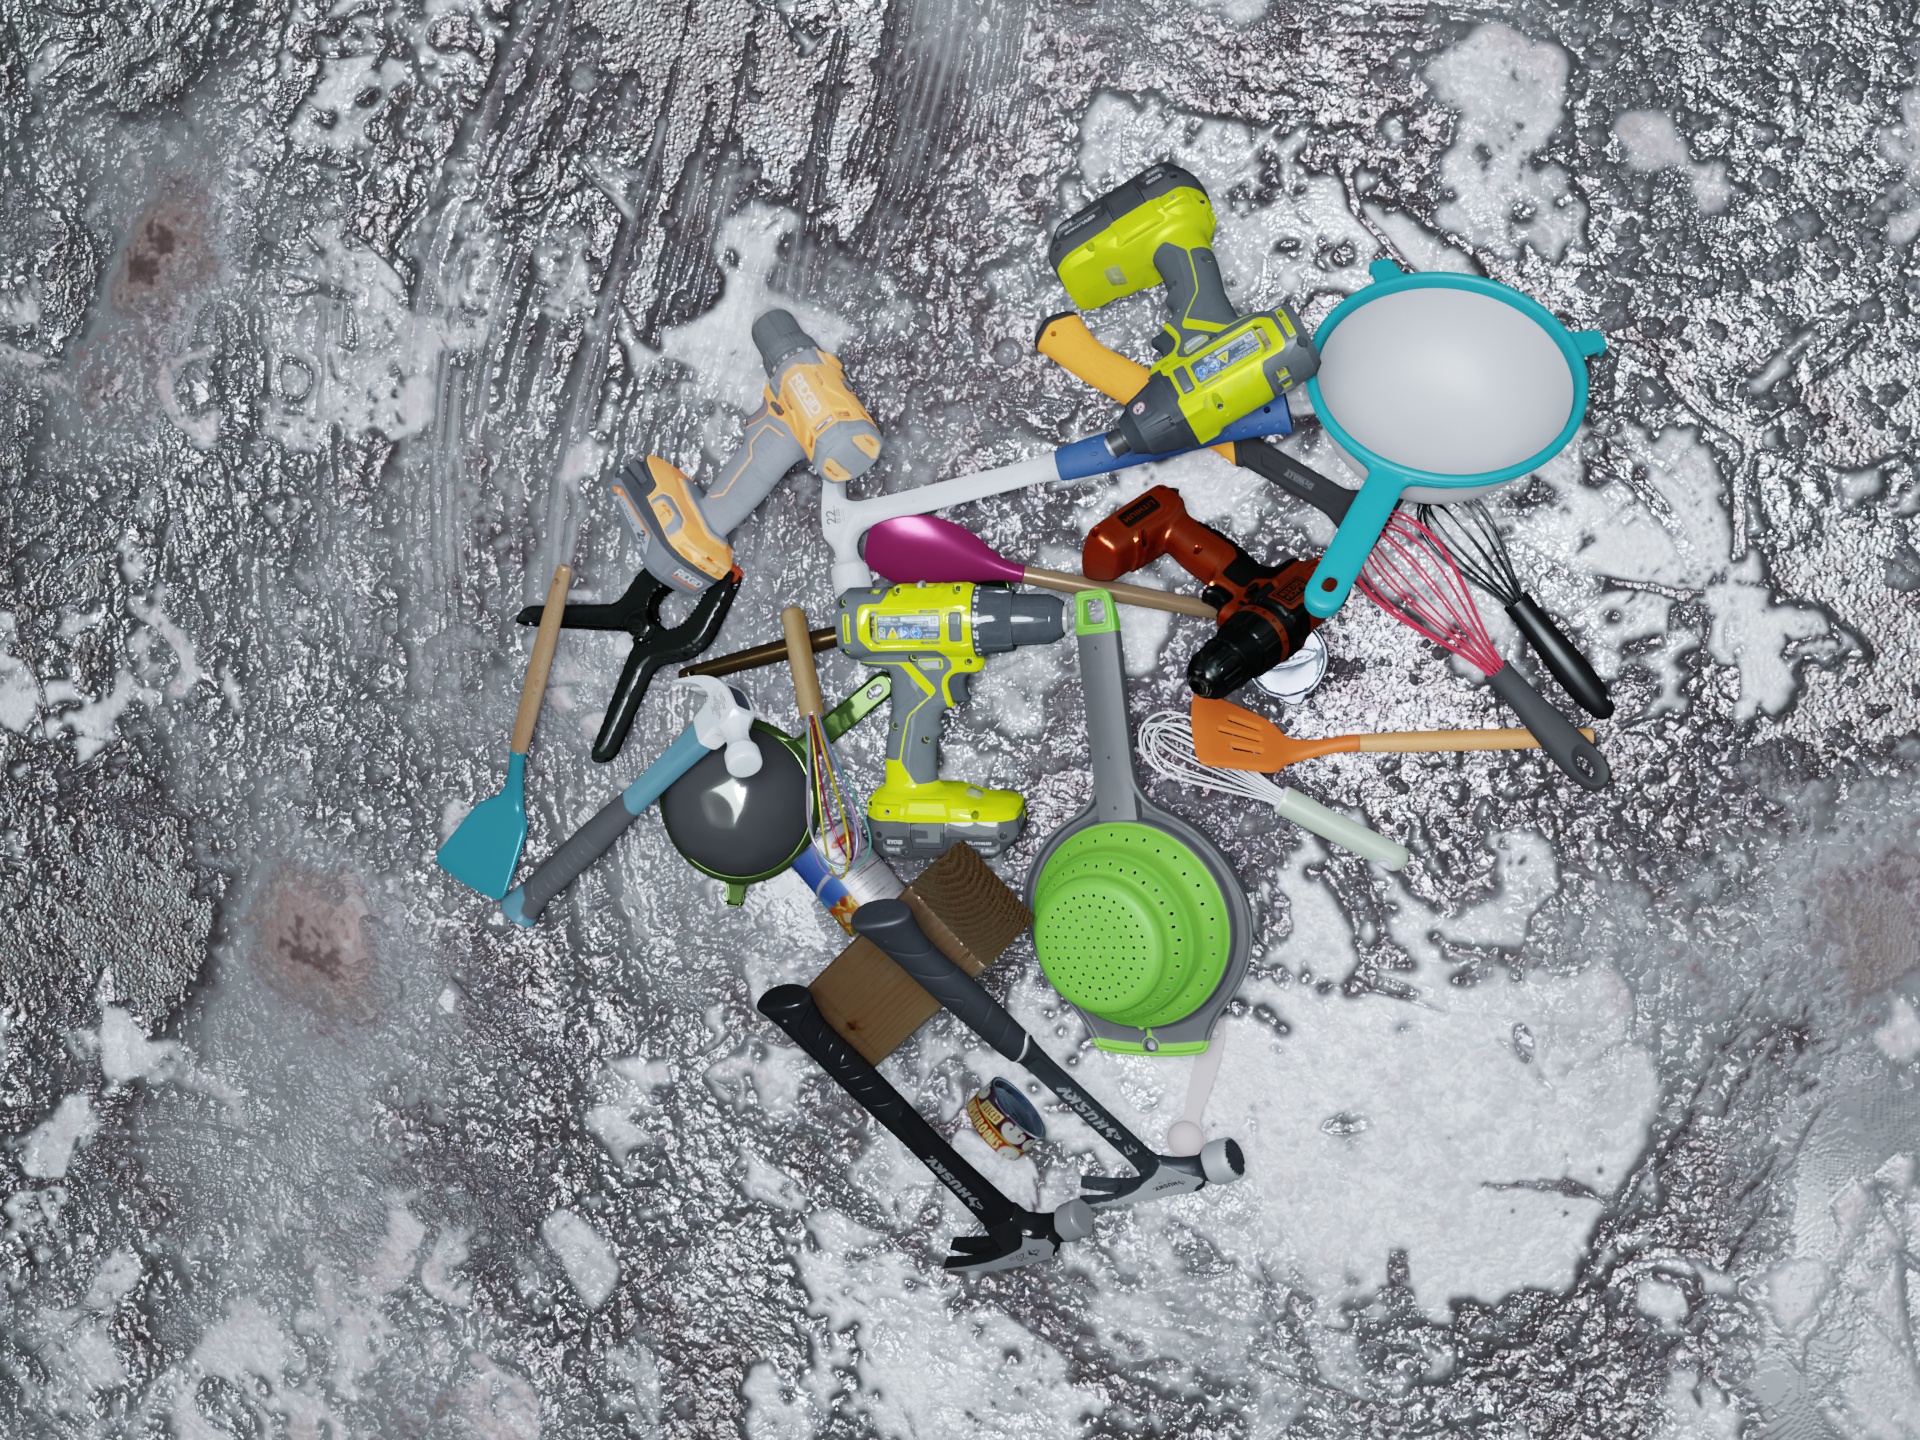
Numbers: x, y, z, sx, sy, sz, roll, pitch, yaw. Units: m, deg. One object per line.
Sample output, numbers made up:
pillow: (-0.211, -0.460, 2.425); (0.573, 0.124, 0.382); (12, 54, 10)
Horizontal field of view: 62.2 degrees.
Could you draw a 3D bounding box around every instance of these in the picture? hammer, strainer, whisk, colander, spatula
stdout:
hammer: (-0.047, 0.341, 1.329); (0.146, 0.035, 0.334); (-33, 108, 32)
strainer: (-0.163, 0.042, 1.391); (0.256, 0.069, 0.151); (-38, 85, 11)
whisk: (0.449, -0.095, 1.286); (0.055, 0.055, 0.239); (-39, 90, 10)
hammer: (0.205, -0.236, 1.328); (0.337, 0.034, 0.127); (33, 97, 8)
hammer: (-0.296, 0.081, 1.394); (0.331, 0.033, 0.128); (-41, 47, 24)
colander: (0.118, 0.093, 1.295); (0.204, 0.094, 0.397); (-5, 95, 29)
whisk: (0.414, -0.055, 1.265); (0.073, 0.073, 0.296); (-43, 92, 10)
hammer: (0.070, -0.216, 1.325); (0.405, 0.035, 0.144); (-12, 83, 17)
hammer: (0.056, 0.271, 1.266); (0.149, 0.036, 0.408); (-27, 122, 30)
whisk: (-0.119, 0.016, 1.349); (0.051, 0.047, 0.245); (-13, 72, 1)
spatula: (0.352, 0.012, 1.305); (0.322, 0.041, 0.081); (-2, 48, 7)
strainer: (0.342, -0.194, 1.227); (0.211, 0.095, 0.340); (25, 67, 17)
spatula: (-0.396, 0.007, 1.426); (0.082, 0.044, 0.317); (27, 112, 19)
whisk: (0.261, 0.061, 1.327); (0.246, 0.057, 0.059); (27, 66, 4)

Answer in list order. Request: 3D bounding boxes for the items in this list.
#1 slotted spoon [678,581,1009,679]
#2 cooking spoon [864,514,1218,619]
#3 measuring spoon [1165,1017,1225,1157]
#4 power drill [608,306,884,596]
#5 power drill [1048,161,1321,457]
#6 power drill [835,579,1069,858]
slotted spoon: (-0.104, -0.078, 1.397); (0.314, 0.031, 0.070); (-14, 89, 13)
cooking spoon: (0.078, -0.118, 1.330); (0.319, 0.017, 0.068); (10, 122, -3)
measuring spoon: (0.205, 0.314, 1.365); (0.034, 0.018, 0.124); (16, 89, 9)
power drill: (-0.192, -0.238, 1.367); (0.226, 0.084, 0.186); (-37, 61, 12)
power drill: (0.162, -0.319, 1.260); (0.171, 0.080, 0.223); (-29, 59, 13)
power drill: (-0.002, -0.004, 1.334); (0.190, 0.080, 0.228); (0, 103, 11)
